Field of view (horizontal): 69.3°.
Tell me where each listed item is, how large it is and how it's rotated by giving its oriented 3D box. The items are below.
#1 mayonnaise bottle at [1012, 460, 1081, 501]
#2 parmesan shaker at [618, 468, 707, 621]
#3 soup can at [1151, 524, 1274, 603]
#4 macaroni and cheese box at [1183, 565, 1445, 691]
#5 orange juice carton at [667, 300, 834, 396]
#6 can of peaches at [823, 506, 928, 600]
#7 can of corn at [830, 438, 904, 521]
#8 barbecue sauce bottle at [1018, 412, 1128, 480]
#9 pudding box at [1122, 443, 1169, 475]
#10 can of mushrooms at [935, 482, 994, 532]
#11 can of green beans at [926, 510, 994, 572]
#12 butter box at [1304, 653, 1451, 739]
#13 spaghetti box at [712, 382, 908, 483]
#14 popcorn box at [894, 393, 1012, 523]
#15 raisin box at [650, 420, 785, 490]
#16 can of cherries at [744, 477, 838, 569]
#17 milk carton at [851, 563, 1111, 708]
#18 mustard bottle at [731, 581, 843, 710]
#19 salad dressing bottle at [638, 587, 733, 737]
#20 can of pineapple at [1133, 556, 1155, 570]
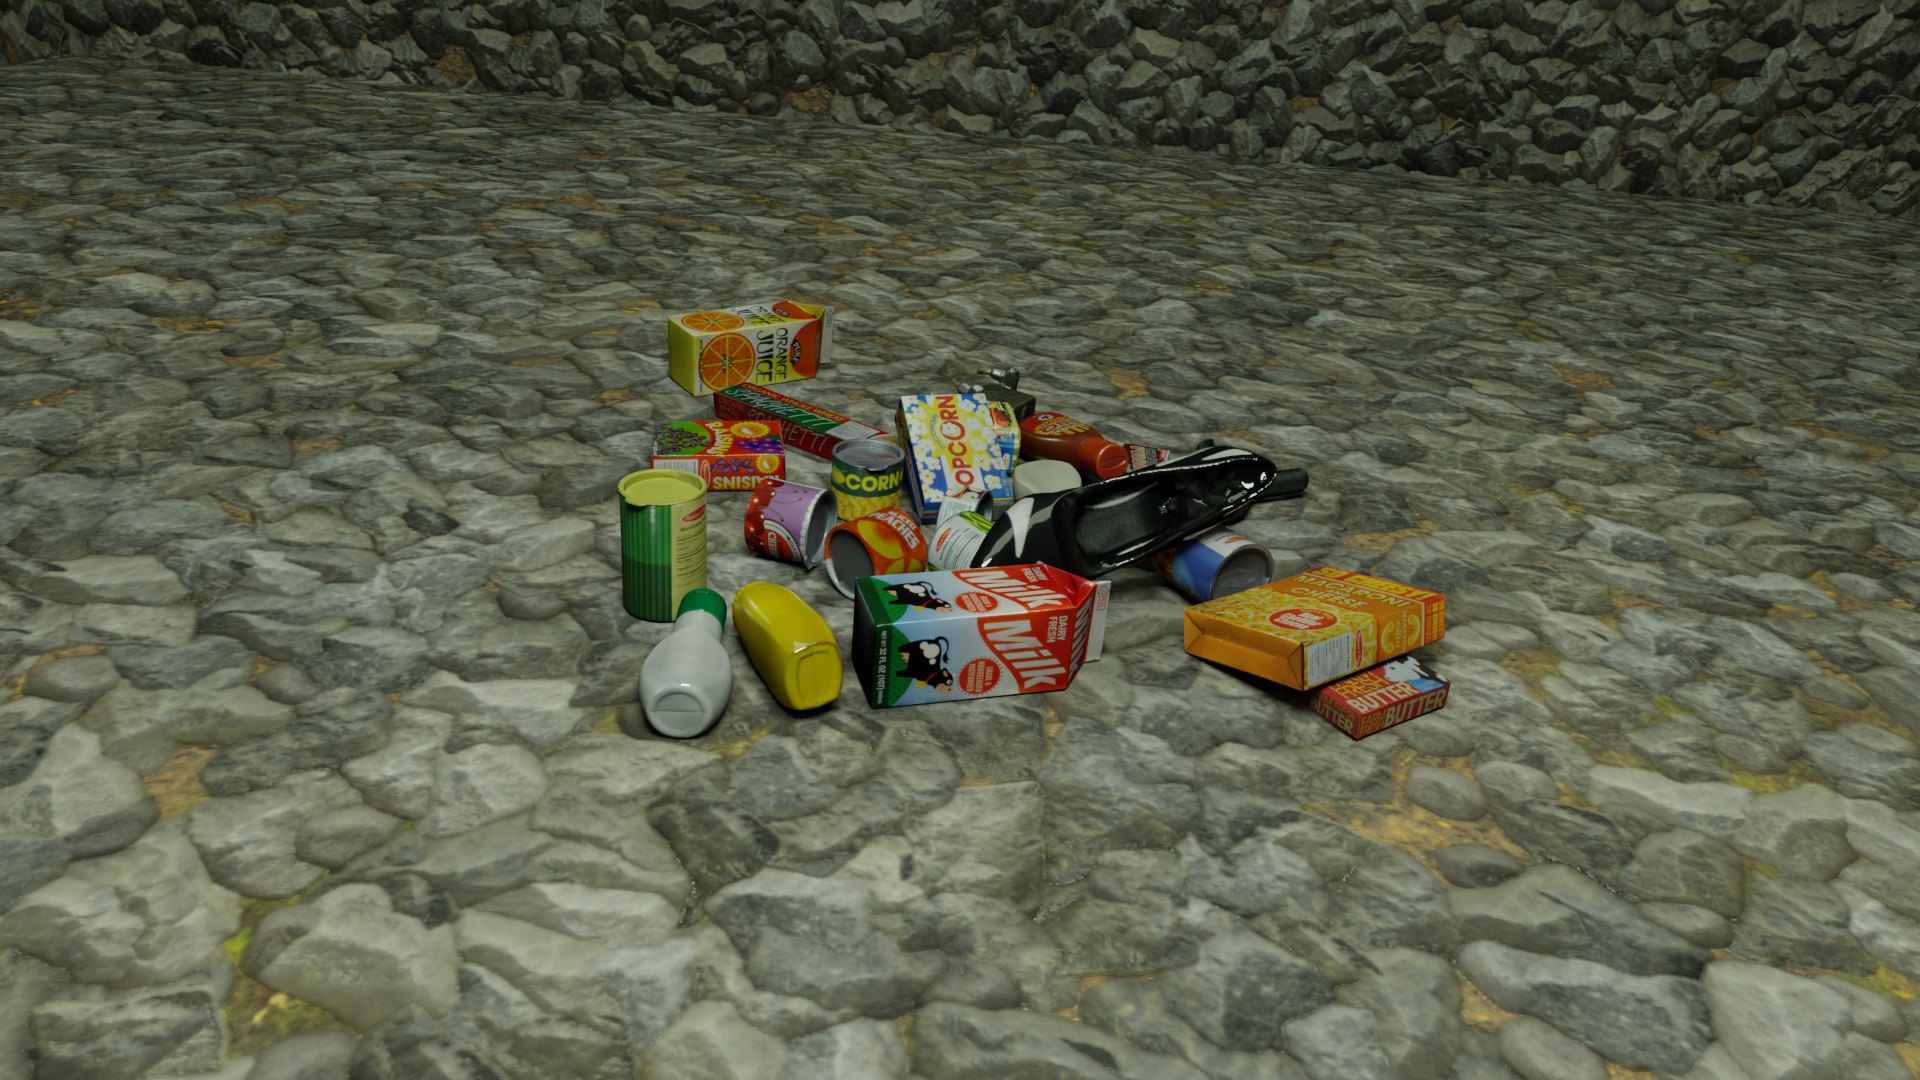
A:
[{"bbox_3d":[0.091,-0.026,1.268,0.065,0.041,0.149,-3,29,-10],"label":"mayonnaise bottle"},{"bbox_3d":[-0.232,0.005,1.077,0.071,0.102,0.071,4,26,-2],"label":"parmesan shaker"},{"bbox_3d":[0.210,0.022,1.165,0.071,0.071,0.084,-10,25,-28],"label":"soup can"},{"bbox_3d":[0.278,0.066,1.091,0.167,0.040,0.124,-13,17,-33],"label":"macaroni and cheese box"},{"bbox_3d":[-0.227,-0.220,1.561,0.193,0.071,0.073,-14,33,-33],"label":"orange juice carton"},{"bbox_3d":[-0.069,0.009,1.134,0.071,0.071,0.058,27,35,37],"label":"can of peaches"},{"bbox_3d":[-0.085,-0.053,1.269,0.071,0.058,0.071,4,26,-2],"label":"can of corn"},{"bbox_3d":[0.112,-0.092,1.368,0.065,0.043,0.149,-17,22,-21],"label":"barbecue sauce bottle"},{"bbox_3d":[0.178,-0.065,1.371,0.050,0.030,0.084,11,27,10],"label":"pudding box"},{"bbox_3d":[0.004,-0.015,1.203,0.033,0.070,0.071,12,27,15],"label":"can of mushrooms"},{"bbox_3d":[0.016,0.017,1.139,0.071,0.071,0.058,-15,33,-35],"label":"can of green beans"},{"bbox_3d":[0.313,0.115,1.043,0.104,0.024,0.053,-13,31,-32],"label":"butter box"},{"bbox_3d":[-0.145,-0.111,1.407,0.250,0.028,0.050,21,31,29],"label":"spaghetti box"},{"bbox_3d":[-0.008,-0.077,1.294,0.085,0.038,0.127,-4,57,-16],"label":"popcorn box"},{"bbox_3d":[-0.230,-0.081,1.320,0.123,0.040,0.086,-2,26,-11],"label":"raisin box"},{"bbox_3d":[-0.144,-0.014,1.175,0.058,0.071,0.072,13,27,15],"label":"can of cherries"},{"bbox_3d":[0.020,0.067,1.032,0.191,0.072,0.074,-3,27,-17],"label":"milk carton"},{"bbox_3d":[-0.135,0.065,1.021,0.049,0.065,0.160,-12,27,-23],"label":"mustard bottle"},{"bbox_3d":[-0.192,0.083,0.996,0.064,0.043,0.148,1,26,-4],"label":"salad dressing bottle"},{"bbox_3d":[0.177,-0.012,1.234,0.071,0.057,0.071,4,26,-2],"label":"can of pineapple"}]
